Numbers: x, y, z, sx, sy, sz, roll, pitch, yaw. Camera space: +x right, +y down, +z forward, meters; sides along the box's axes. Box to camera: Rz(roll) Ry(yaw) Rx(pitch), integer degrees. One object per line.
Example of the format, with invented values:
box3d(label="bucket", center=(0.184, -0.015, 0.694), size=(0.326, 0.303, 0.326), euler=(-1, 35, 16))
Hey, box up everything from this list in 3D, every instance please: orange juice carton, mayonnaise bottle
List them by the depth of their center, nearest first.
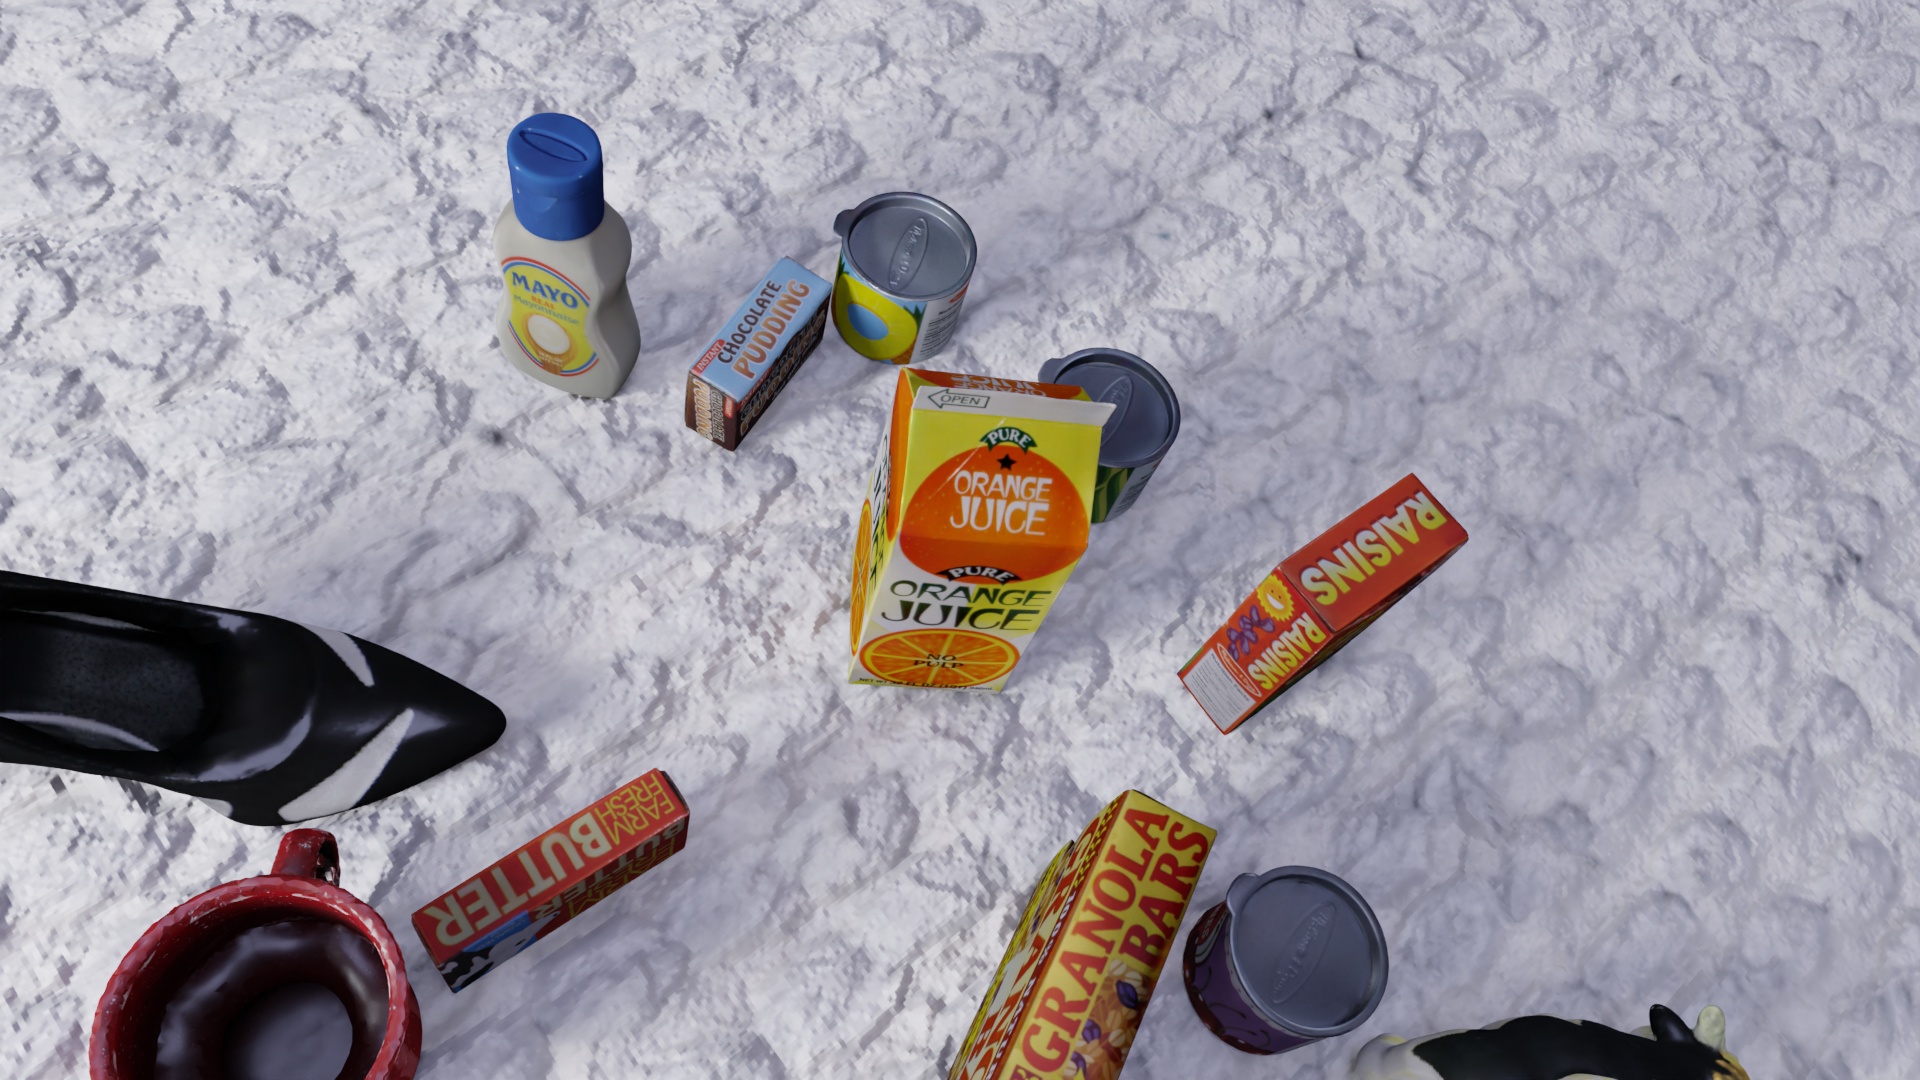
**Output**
box3d(label="orange juice carton", center=(0.002, -0.007, 0.556), size=(0.072, 0.191, 0.073), euler=(5, 62, -10))
box3d(label="mayonnaise bottle", center=(-0.172, -0.120, 0.602), size=(0.065, 0.147, 0.041), euler=(22, 61, -1))

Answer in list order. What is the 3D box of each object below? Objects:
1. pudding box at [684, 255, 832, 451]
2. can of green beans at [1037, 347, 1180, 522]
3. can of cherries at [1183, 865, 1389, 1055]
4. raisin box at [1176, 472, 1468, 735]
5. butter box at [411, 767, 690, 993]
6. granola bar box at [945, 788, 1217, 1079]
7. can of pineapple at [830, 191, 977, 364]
box3d(label="pudding box", center=(-0.096, -0.089, 0.659), size=(0.030, 0.049, 0.084), euler=(31, 61, 4))
box3d(label="can of green beans", center=(0.065, -0.050, 0.670), size=(0.071, 0.057, 0.071), euler=(5, 62, -10))
box3d(label="can of cherries", center=(0.129, 0.170, 0.568), size=(0.071, 0.058, 0.072), euler=(5, 62, -10))
box3d(label="raisin box", center=(0.155, 0.031, 0.610), size=(0.086, 0.122, 0.040), euler=(-30, 73, -24))
box3d(label="butter box", center=(-0.153, 0.129, 0.530), size=(0.104, 0.053, 0.024), euler=(-30, 73, -25))
box3d(label="granola bar box", center=(0.027, 0.183, 0.501), size=(0.039, 0.123, 0.166), euler=(28, 61, 3))
box3d(label="can of pineapple", center=(-0.031, -0.131, 0.691), size=(0.071, 0.057, 0.071), euler=(5, 62, -10))
